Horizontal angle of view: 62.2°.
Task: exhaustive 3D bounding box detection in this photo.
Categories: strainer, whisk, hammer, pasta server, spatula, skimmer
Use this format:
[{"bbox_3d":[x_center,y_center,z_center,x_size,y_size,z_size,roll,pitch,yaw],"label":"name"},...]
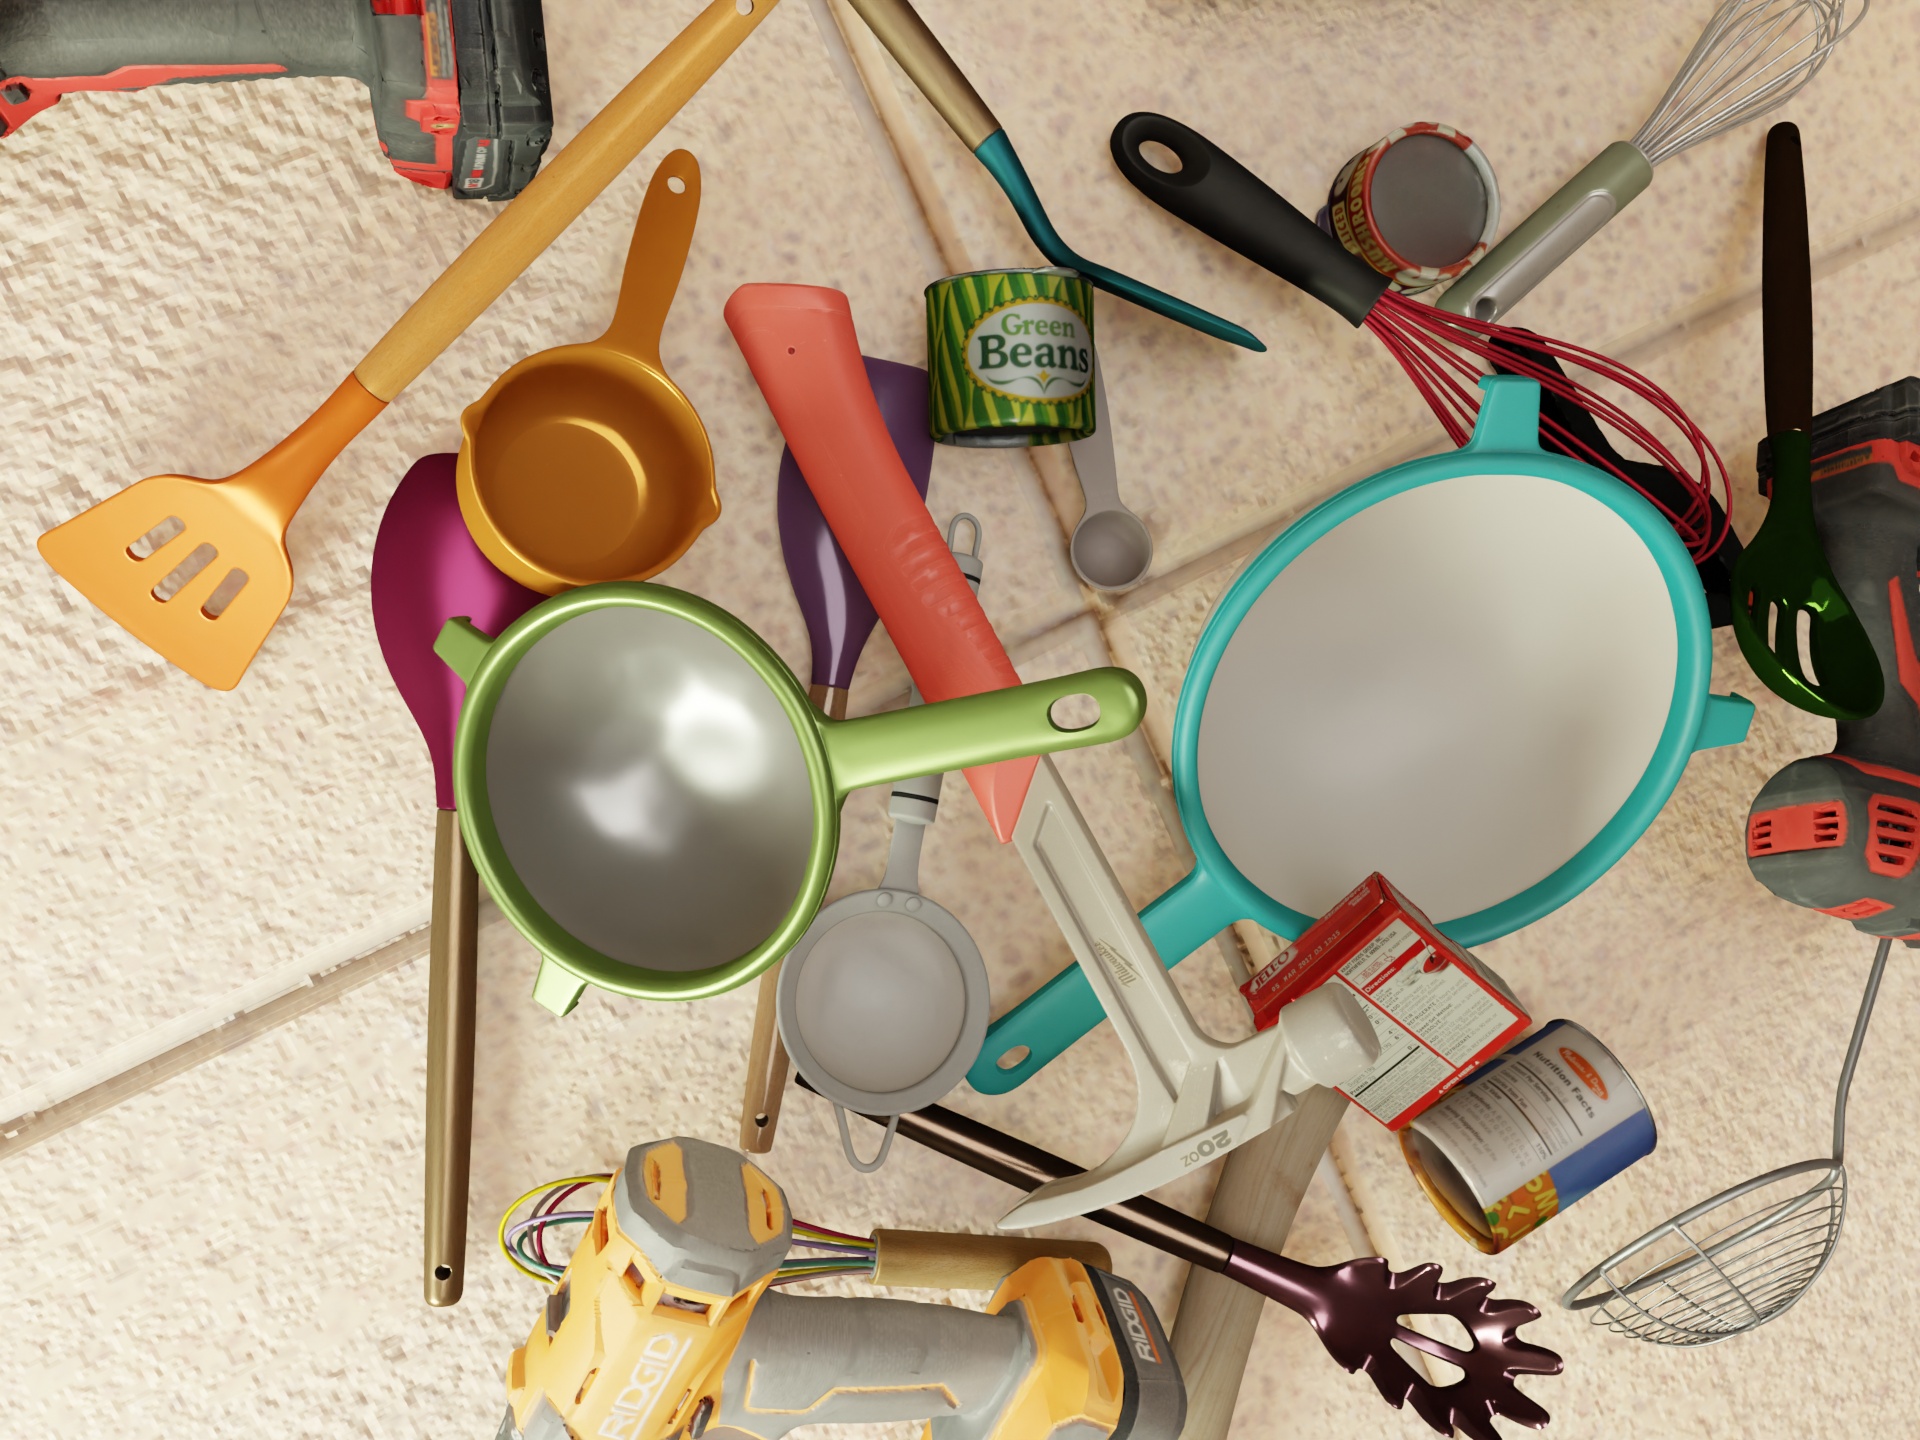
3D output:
[{"bbox_3d":[-0.019,0.043,0.627,0.086,0.050,0.258,13,82,-19],"label":"strainer"},{"bbox_3d":[0.299,-0.247,0.695,0.246,0.059,0.057,-42,127,-5],"label":"whisk"},{"bbox_3d":[0.086,0.293,0.659,0.146,0.038,0.411,17,87,-12],"label":"hammer"},{"bbox_3d":[0.082,0.199,0.625,0.316,0.040,0.060,24,72,-1],"label":"pasta server"},{"bbox_3d":[0.182,-0.156,0.640,0.296,0.073,0.073,36,83,4],"label":"whisk"},{"bbox_3d":[-0.054,0.011,0.563,0.256,0.069,0.151,-11,98,19],"label":"strainer"},{"bbox_3d":[-0.001,-0.002,0.584,0.149,0.036,0.359,-32,80,18],"label":"hammer"},{"bbox_3d":[0.003,-0.254,0.622,0.044,0.082,0.317,-39,95,13],"label":"spatula"},{"bbox_3d":[-0.058,0.012,0.627,0.059,0.018,0.316,9,88,-11],"label":"spatula"},{"bbox_3d":[0.127,0.023,0.644,0.340,0.095,0.210,-40,116,11],"label":"strainer"},{"bbox_3d":[0.376,0.111,0.714,0.090,0.127,0.363,18,71,29],"label":"skimmer"},{"bbox_3d":[-0.054,0.206,0.620,0.245,0.051,0.047,9,83,-17],"label":"whisk"},{"bbox_3d":[-0.177,-0.130,0.527,0.322,0.041,0.081,-42,114,9],"label":"spatula"}]

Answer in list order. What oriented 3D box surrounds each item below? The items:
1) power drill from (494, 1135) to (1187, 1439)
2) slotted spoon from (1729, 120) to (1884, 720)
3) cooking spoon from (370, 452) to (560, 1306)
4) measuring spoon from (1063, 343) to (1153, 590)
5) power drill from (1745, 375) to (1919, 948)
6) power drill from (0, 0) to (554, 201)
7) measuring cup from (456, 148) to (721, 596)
[{"bbox_3d":[-0.055,0.259,0.579,0.226,0.084,0.185,23,108,-22],"label":"power drill"},{"bbox_3d":[0.344,-0.134,0.658,0.070,0.031,0.314,21,62,-14],"label":"slotted spoon"},{"bbox_3d":[-0.189,0.059,0.596,0.068,0.017,0.319,2,90,-13],"label":"cooking spoon"},{"bbox_3d":[0.052,-0.113,0.656,0.034,0.018,0.124,-10,87,-7],"label":"measuring spoon"},{"bbox_3d":[0.423,-0.012,0.677,0.187,0.080,0.227,15,74,-19],"label":"power drill"},{"bbox_3d":[-0.253,-0.219,0.520,0.219,0.143,0.078,-7,97,-20],"label":"power drill"},{"bbox_3d":[-0.130,-0.127,0.592,0.095,0.052,0.174,19,75,-23],"label":"measuring cup"}]
